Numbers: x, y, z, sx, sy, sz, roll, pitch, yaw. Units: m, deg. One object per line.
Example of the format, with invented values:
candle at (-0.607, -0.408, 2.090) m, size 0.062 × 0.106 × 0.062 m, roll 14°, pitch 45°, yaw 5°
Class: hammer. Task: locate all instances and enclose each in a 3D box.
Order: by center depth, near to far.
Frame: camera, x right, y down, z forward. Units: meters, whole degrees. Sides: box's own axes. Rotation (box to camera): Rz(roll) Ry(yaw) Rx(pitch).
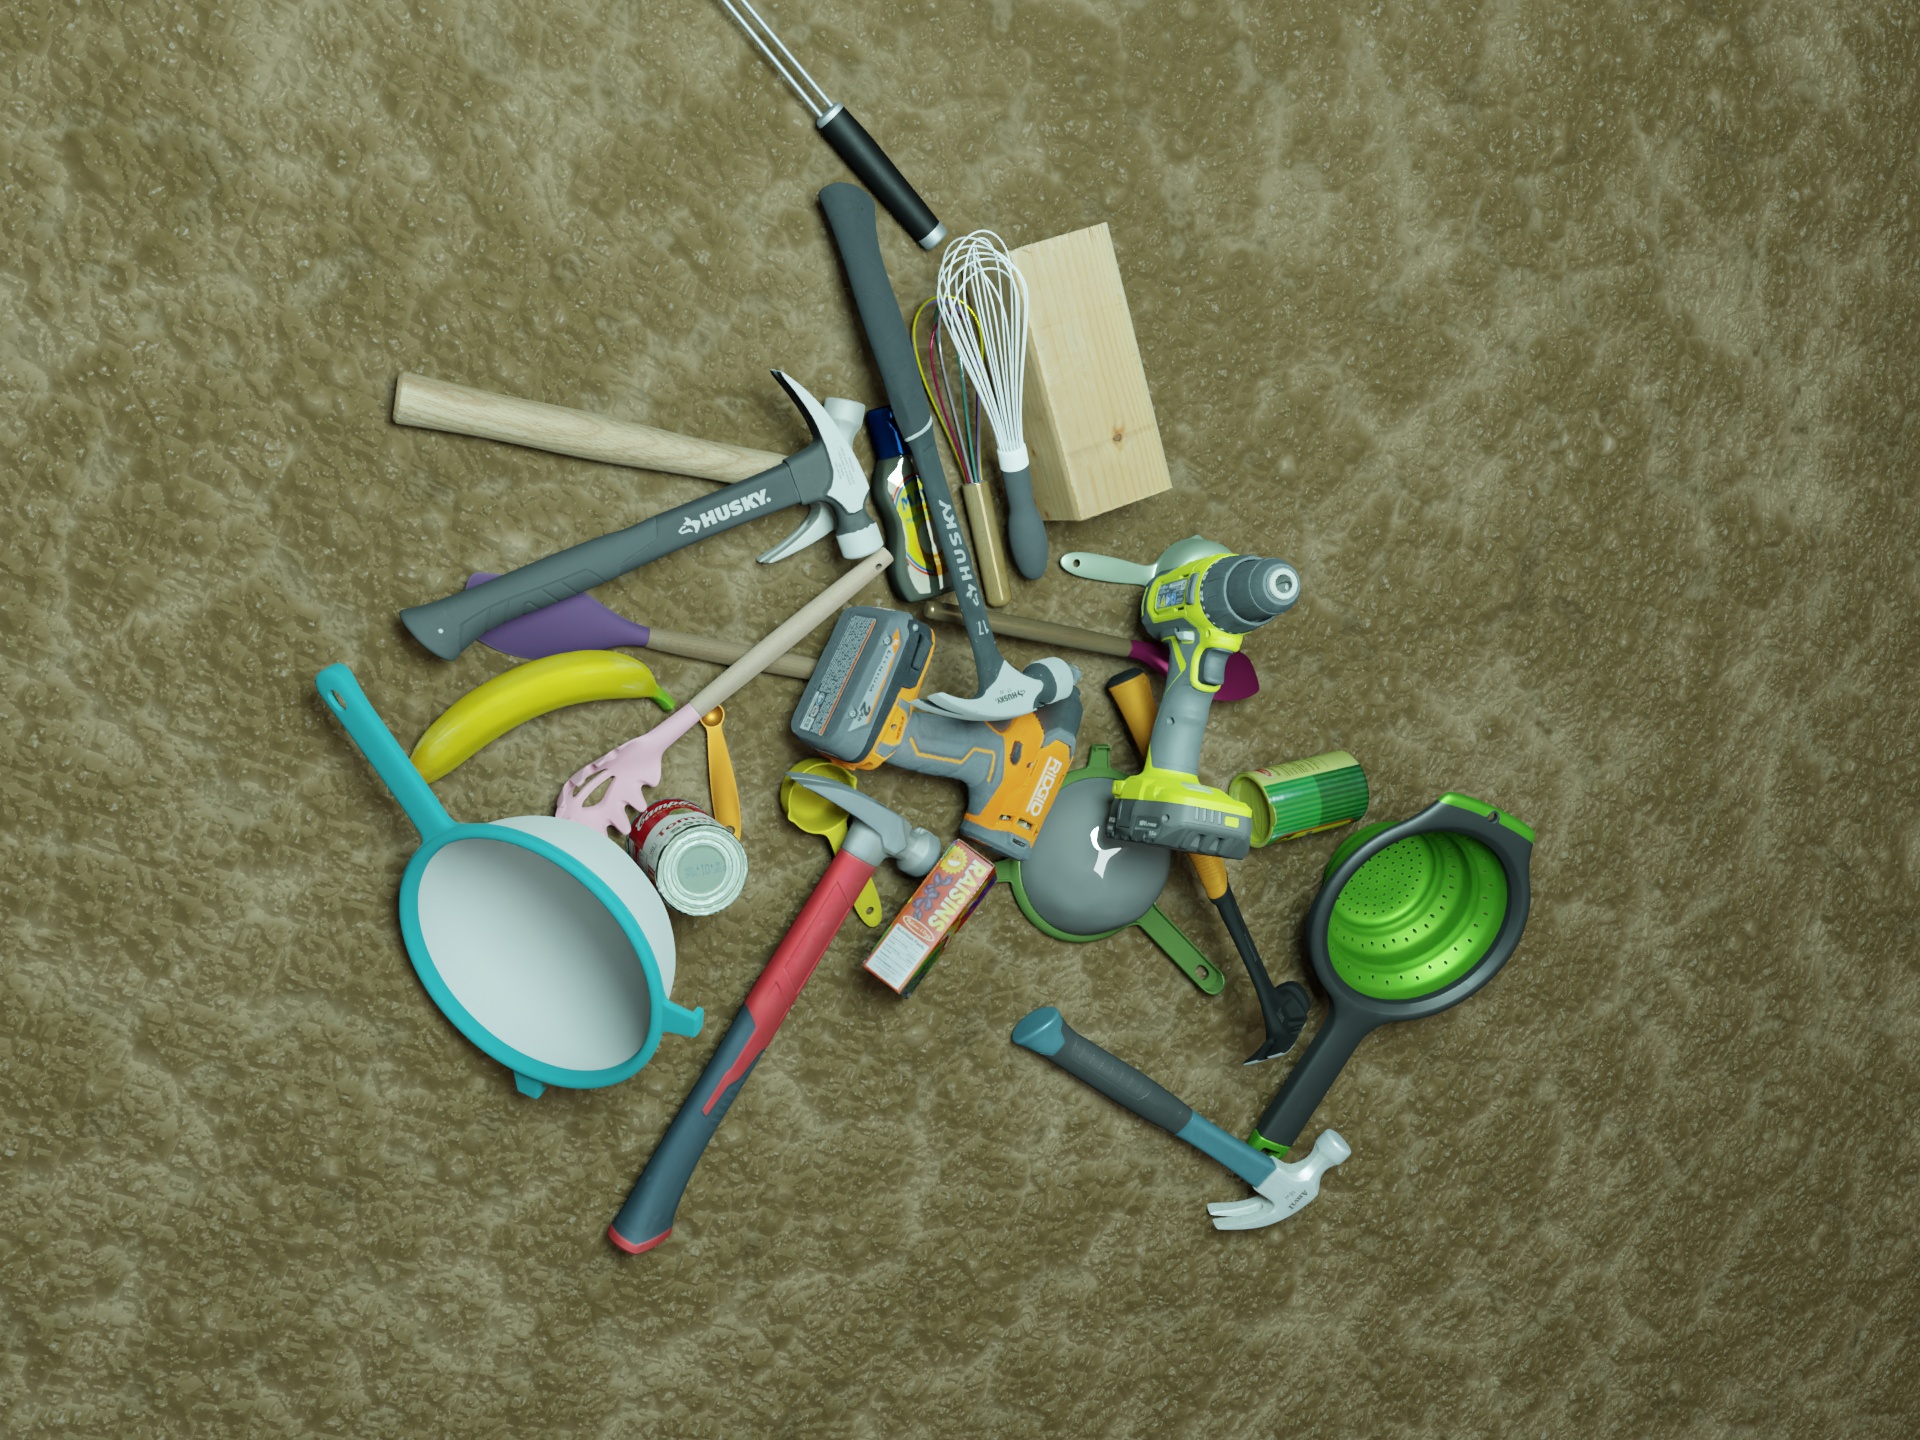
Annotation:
hammer at (-0.227, -0.129, 1.114) m, size 0.335 × 0.035 × 0.146 m, roll -24°, pitch 111°, yaw -13°
hammer at (-0.232, -0.194, 1.137) m, size 0.331 × 0.031 × 0.130 m, roll 8°, pitch 94°, yaw -24°
hammer at (-0.030, -0.194, 1.163) m, size 0.149 × 0.036 × 0.409 m, roll -19°, pitch 91°, yaw -47°
hammer at (-0.167, 0.225, 1.205) m, size 0.143 × 0.038 × 0.386 m, roll 33°, pitch 88°, yaw -36°
hammer at (0.200, 0.115, 1.313) m, size 0.034 × 0.127 × 0.337 m, roll -24°, pitch 92°, yaw 26°
hammer at (0.183, 0.340, 1.381) m, size 0.330 × 0.033 × 0.128 m, roll 35°, pitch 102°, yaw -19°

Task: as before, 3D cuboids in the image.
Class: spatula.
spatula at (-0.207, -0.054, 1.174) m, size 0.315 × 0.018 × 0.059 m, roll 10°, pitch 112°, yaw -25°

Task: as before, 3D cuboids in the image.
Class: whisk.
whisk at (0.034, -0.227, 1.190) m, size 0.070 × 0.070 × 0.284 m, roll -27°, pitch 128°, yaw -18°
whisk at (0.010, -0.207, 1.235) m, size 0.047 × 0.051 × 0.245 m, roll -21°, pitch 108°, yaw -26°

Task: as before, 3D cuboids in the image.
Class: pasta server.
pasta server at (-0.171, -0.022, 1.168) m, size 0.316 × 0.040 × 0.060 m, roll -40°, pitch 129°, yaw -7°

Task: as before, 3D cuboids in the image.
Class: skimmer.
skimmer at (-0.135, -0.463, 1.108) m, size 0.127 × 0.090 × 0.363 m, roll -36°, pitch 117°, yaw 20°

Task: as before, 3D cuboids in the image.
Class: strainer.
strainer at (-0.311, 0.092, 1.097) m, size 0.340 × 0.211 × 0.095 m, roll 57°, pitch 34°, yaw -10°
strainer at (0.154, 0.153, 1.334) m, size 0.151 × 0.069 × 0.256 m, roll -48°, pitch 111°, yaw -10°

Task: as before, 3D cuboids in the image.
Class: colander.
colander at (0.351, 0.226, 1.432) m, size 0.204 × 0.095 × 0.397 m, roll 23°, pitch 106°, yaw -21°

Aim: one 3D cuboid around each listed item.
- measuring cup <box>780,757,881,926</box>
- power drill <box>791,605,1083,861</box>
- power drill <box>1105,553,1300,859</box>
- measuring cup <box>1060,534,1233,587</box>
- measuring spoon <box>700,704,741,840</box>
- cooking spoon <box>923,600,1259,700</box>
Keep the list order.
measuring cup at (-0.097, 0.097, 1.247) m, size 0.062 × 0.029 × 0.156 m, roll -31°, pitch 120°, yaw -19°
power drill at (-0.002, -0.004, 1.229) m, size 0.226 × 0.084 × 0.164 m, roll 30°, pitch 82°, yaw -34°
power drill at (0.186, -0.015, 1.202) m, size 0.080 × 0.190 × 0.228 m, roll 12°, pitch 85°, yaw -16°
measuring cup at (0.162, -0.119, 1.314) m, size 0.167 × 0.038 × 0.083 m, roll 7°, pitch 95°, yaw -26°
measuring spoon at (-0.182, 0.042, 1.206) m, size 0.021 × 0.011 × 0.117 m, roll -13°, pitch 106°, yaw -24°
cooking spoon at (0.114, -0.063, 1.288) m, size 0.318 × 0.017 × 0.069 m, roll 9°, pitch 51°, yaw -27°
